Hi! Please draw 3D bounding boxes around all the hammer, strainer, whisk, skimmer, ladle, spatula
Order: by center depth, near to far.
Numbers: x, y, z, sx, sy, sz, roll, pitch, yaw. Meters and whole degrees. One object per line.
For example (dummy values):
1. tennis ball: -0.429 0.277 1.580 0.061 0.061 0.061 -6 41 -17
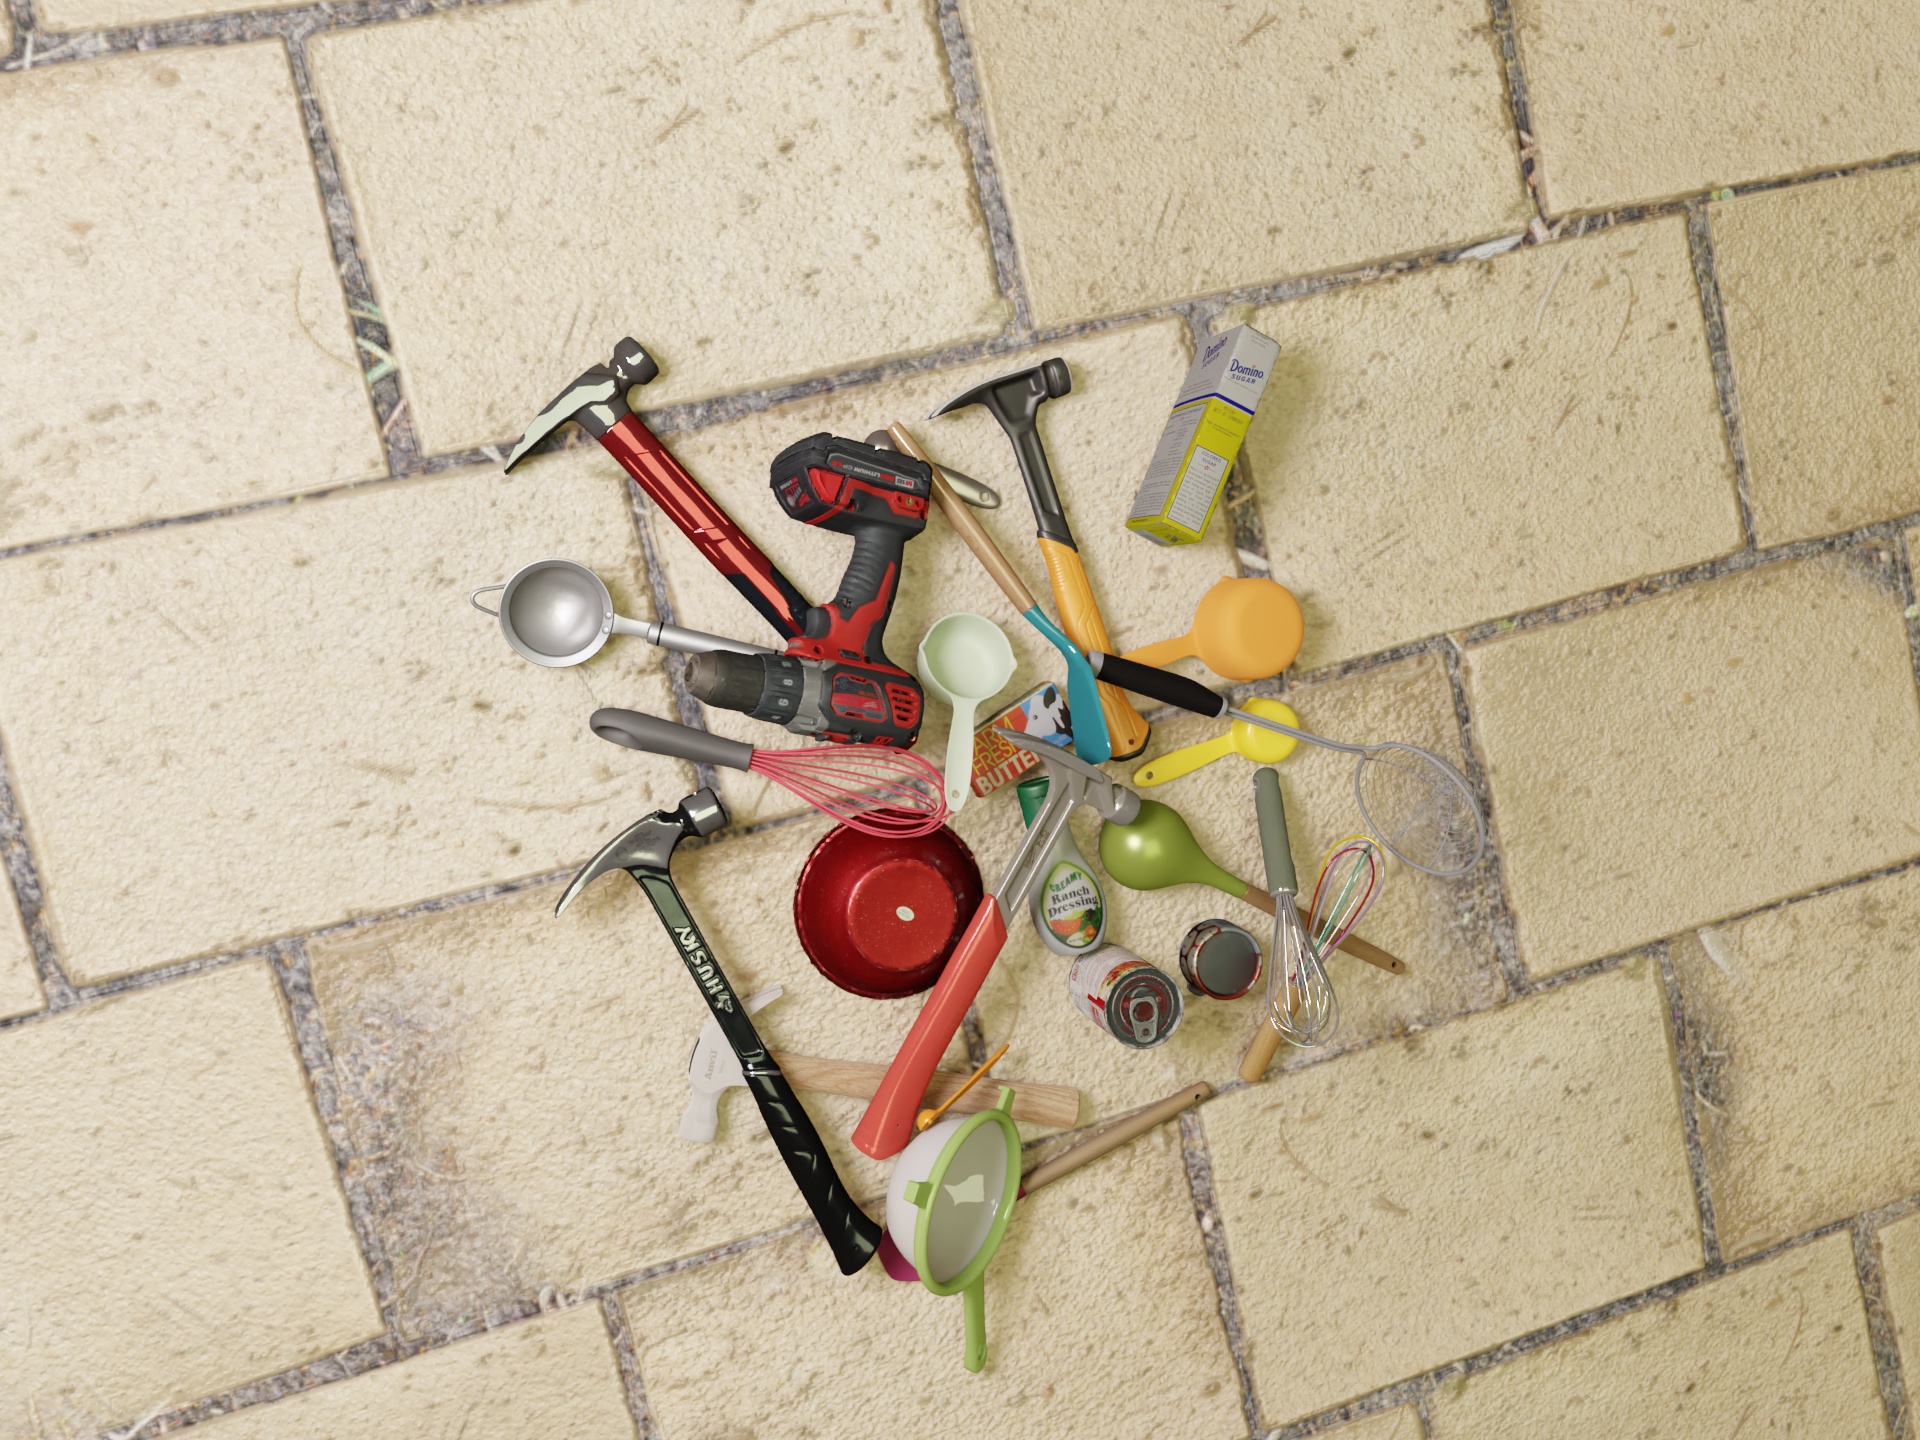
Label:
1. strainer: -0.244 -0.069 1.229 0.258 0.050 0.087 14 105 -8
2. hammer: -0.170 0.263 1.252 0.149 0.036 0.409 -28 101 -9
3. hammer: -0.179 -0.109 1.256 0.143 0.038 0.386 -44 102 -6
4. whisk: -0.147 0.034 1.259 0.295 0.073 0.073 14 90 -6
5. hammer: 0.005 0.185 1.267 0.149 0.037 0.359 28 93 -33
6. spatula: 0.032 -0.104 1.279 0.044 0.082 0.317 -38 93 -14
7. strainer: -0.013 0.427 1.307 0.151 0.069 0.256 -35 130 -49
8. hammer: -0.058 0.299 1.317 0.331 0.031 0.130 11 92 -15
9. hammer: 0.081 -0.122 1.317 0.127 0.034 0.337 -23 100 -19
10. skimmer: 0.266 0.033 1.317 0.363 0.127 0.090 18 62 -12
11. whisk: 0.274 0.153 1.336 0.059 0.057 0.247 -2 65 -5
12. whisk: 0.298 0.206 1.370 0.047 0.051 0.245 23 106 -2
13. ladle: 0.259 0.156 1.387 0.320 0.062 0.078 27 82 -21

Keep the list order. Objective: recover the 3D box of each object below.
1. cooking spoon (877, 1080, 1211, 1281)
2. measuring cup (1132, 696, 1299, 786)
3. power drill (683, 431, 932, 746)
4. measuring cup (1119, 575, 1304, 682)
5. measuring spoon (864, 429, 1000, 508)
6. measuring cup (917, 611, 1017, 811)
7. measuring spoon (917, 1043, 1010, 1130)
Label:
1. cooking spoon: 0.076 0.388 1.363 0.319 0.017 0.068 -25 101 -10
2. measuring cup: 0.222 0.026 1.367 0.156 0.029 0.062 -21 98 -14
3. power drill: -0.111 -0.098 1.210 0.187 0.080 0.227 11 78 -30
4. measuring cup: 0.211 -0.066 1.332 0.173 0.052 0.095 -18 99 -24
5. measuring spoon: -0.021 -0.202 1.298 0.124 0.018 0.034 23 88 -15
6. measuring cup: -0.002 -0.004 1.282 0.083 0.038 0.168 10 71 -14
7. measuring spoon: 0.002 0.295 1.292 0.011 0.021 0.117 40 46 17
